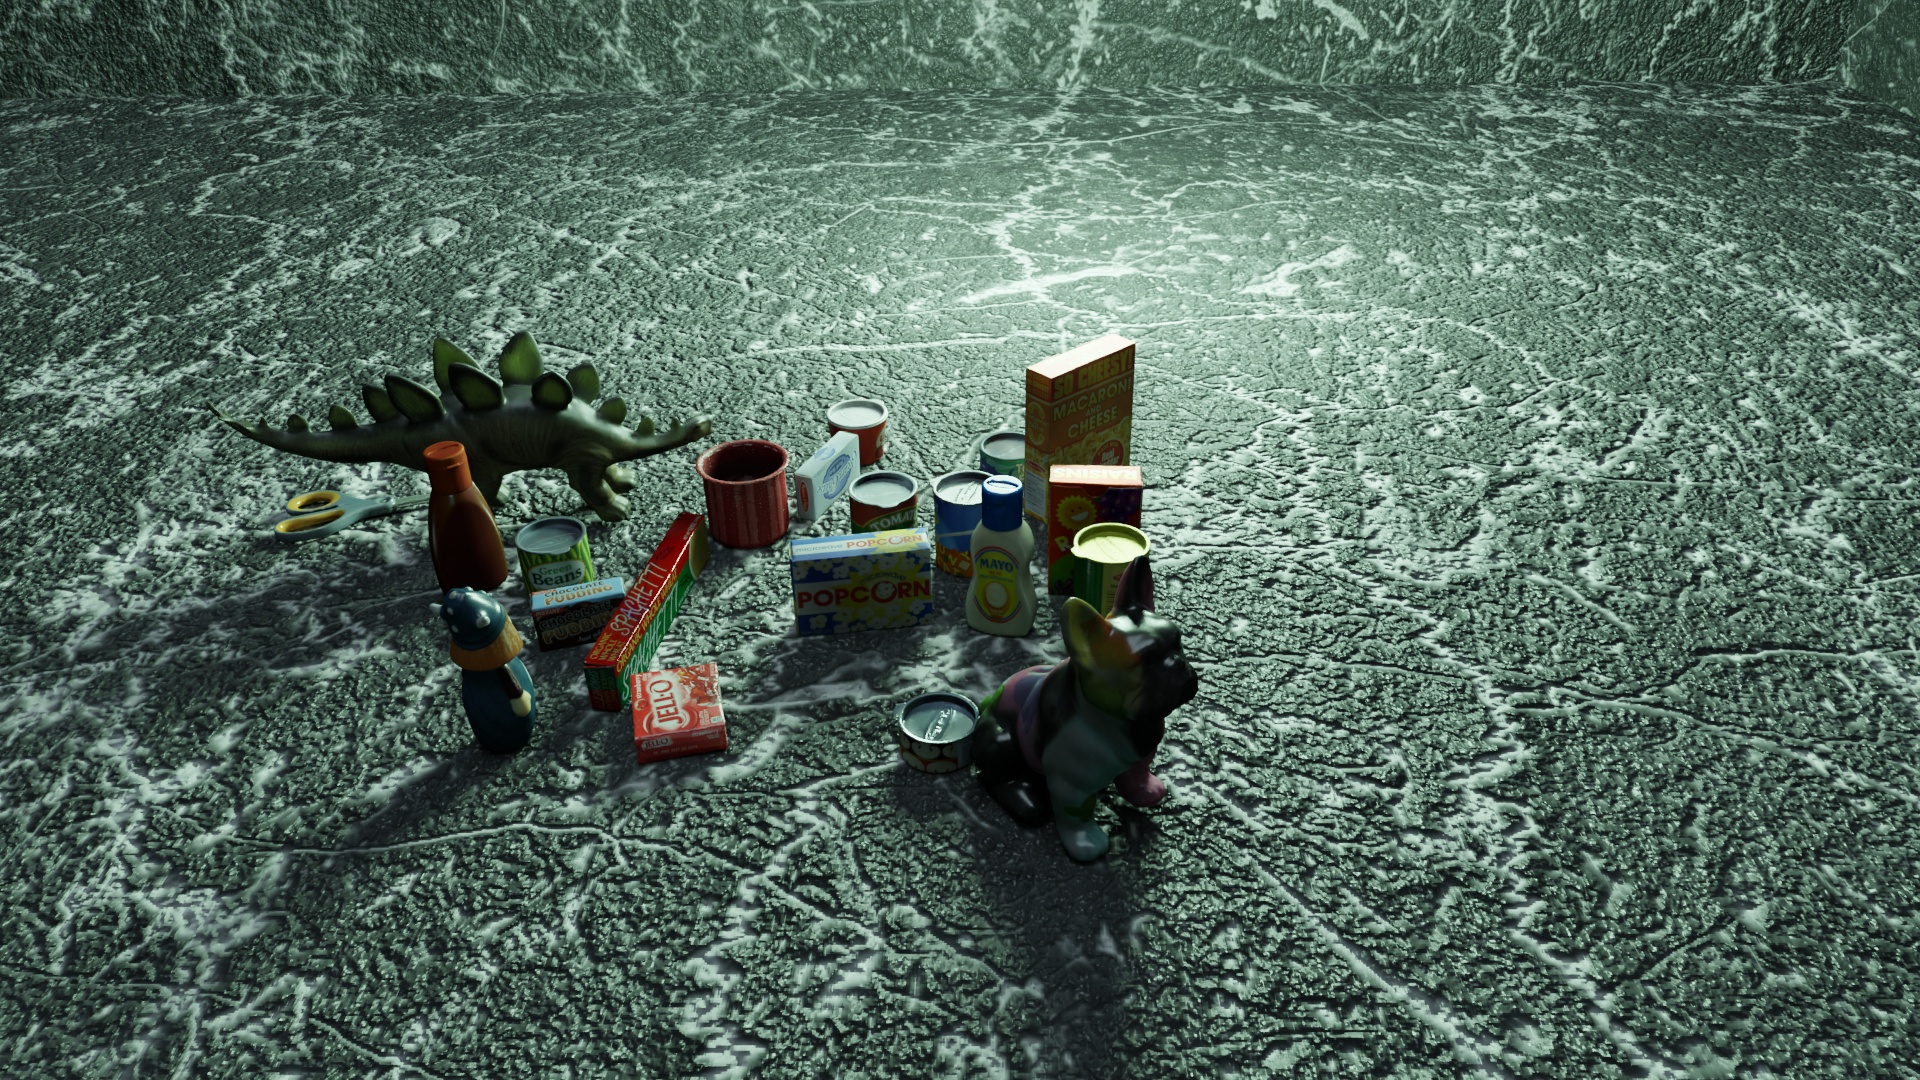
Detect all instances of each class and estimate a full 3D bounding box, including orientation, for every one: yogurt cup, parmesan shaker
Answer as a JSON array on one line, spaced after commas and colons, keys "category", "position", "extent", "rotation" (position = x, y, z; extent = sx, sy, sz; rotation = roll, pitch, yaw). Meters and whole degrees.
[{"category": "yogurt cup", "position": [-0.113, -0.119, 1.539], "extent": [0.072, 0.053, 0.073], "rotation": [-1, 32, 1]}, {"category": "parmesan shaker", "position": [0.129, 0.045, 1.223], "extent": [0.071, 0.102, 0.071], "rotation": [-1, 32, 1]}]

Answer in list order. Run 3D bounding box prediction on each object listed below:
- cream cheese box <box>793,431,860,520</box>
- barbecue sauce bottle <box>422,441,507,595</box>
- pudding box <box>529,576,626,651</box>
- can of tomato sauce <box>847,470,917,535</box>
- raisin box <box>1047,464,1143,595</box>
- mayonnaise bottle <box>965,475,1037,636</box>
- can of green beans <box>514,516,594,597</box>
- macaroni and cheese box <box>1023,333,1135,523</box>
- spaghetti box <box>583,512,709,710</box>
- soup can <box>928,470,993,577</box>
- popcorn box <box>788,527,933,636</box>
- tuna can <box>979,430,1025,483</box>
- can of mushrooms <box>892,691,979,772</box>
[{"category": "cream cheese box", "position": [-0.140, -0.069, 1.460], "extent": [0.024, 0.053, 0.104], "rotation": [12, 34, 20]}, {"category": "barbecue sauce bottle", "position": [-0.469, -0.020, 1.301], "extent": [0.065, 0.147, 0.044], "rotation": [-24, 38, -32]}, {"category": "pudding box", "position": [-0.342, 0.066, 1.254], "extent": [0.084, 0.049, 0.030], "rotation": [-10, 33, -14]}, {"category": "can of tomato sauce", "position": [-0.073, -0.015, 1.345], "extent": [0.071, 0.082, 0.071], "rotation": [-1, 32, 1]}, {"category": "raisin box", "position": [0.124, -0.008, 1.290], "extent": [0.086, 0.122, 0.040], "rotation": [2, 32, 5]}, {"category": "mayonnaise bottle", "position": [0.036, 0.014, 1.233], "extent": [0.065, 0.147, 0.041], "rotation": [9, 33, 15]}, {"category": "can of green beans", "position": [-0.386, 0.018, 1.324], "extent": [0.071, 0.057, 0.071], "rotation": [-1, 32, 1]}, {"category": "macaroni and cheese box", "position": [0.121, -0.115, 1.421], "extent": [0.124, 0.165, 0.040], "rotation": [-26, 39, -34]}, {"category": "spaghetti box", "position": [-0.281, 0.059, 1.262], "extent": [0.029, 0.050, 0.251], "rotation": [4, 32, 8]}, {"category": "soup can", "position": [0.005, -0.017, 1.345], "extent": [0.071, 0.083, 0.072], "rotation": [-1, 32, 1]}, {"category": "popcorn box", "position": [-0.089, 0.038, 1.258], "extent": [0.127, 0.084, 0.038], "rotation": [-5, 32, -7]}, {"category": "tuna can", "position": [0.055, -0.089, 1.507], "extent": [0.071, 0.032, 0.071], "rotation": [-1, 32, 1]}, {"category": "can of mushrooms", "position": [-0.019, 0.154, 1.119], "extent": [0.071, 0.033, 0.071], "rotation": [-1, 32, 1]}]
